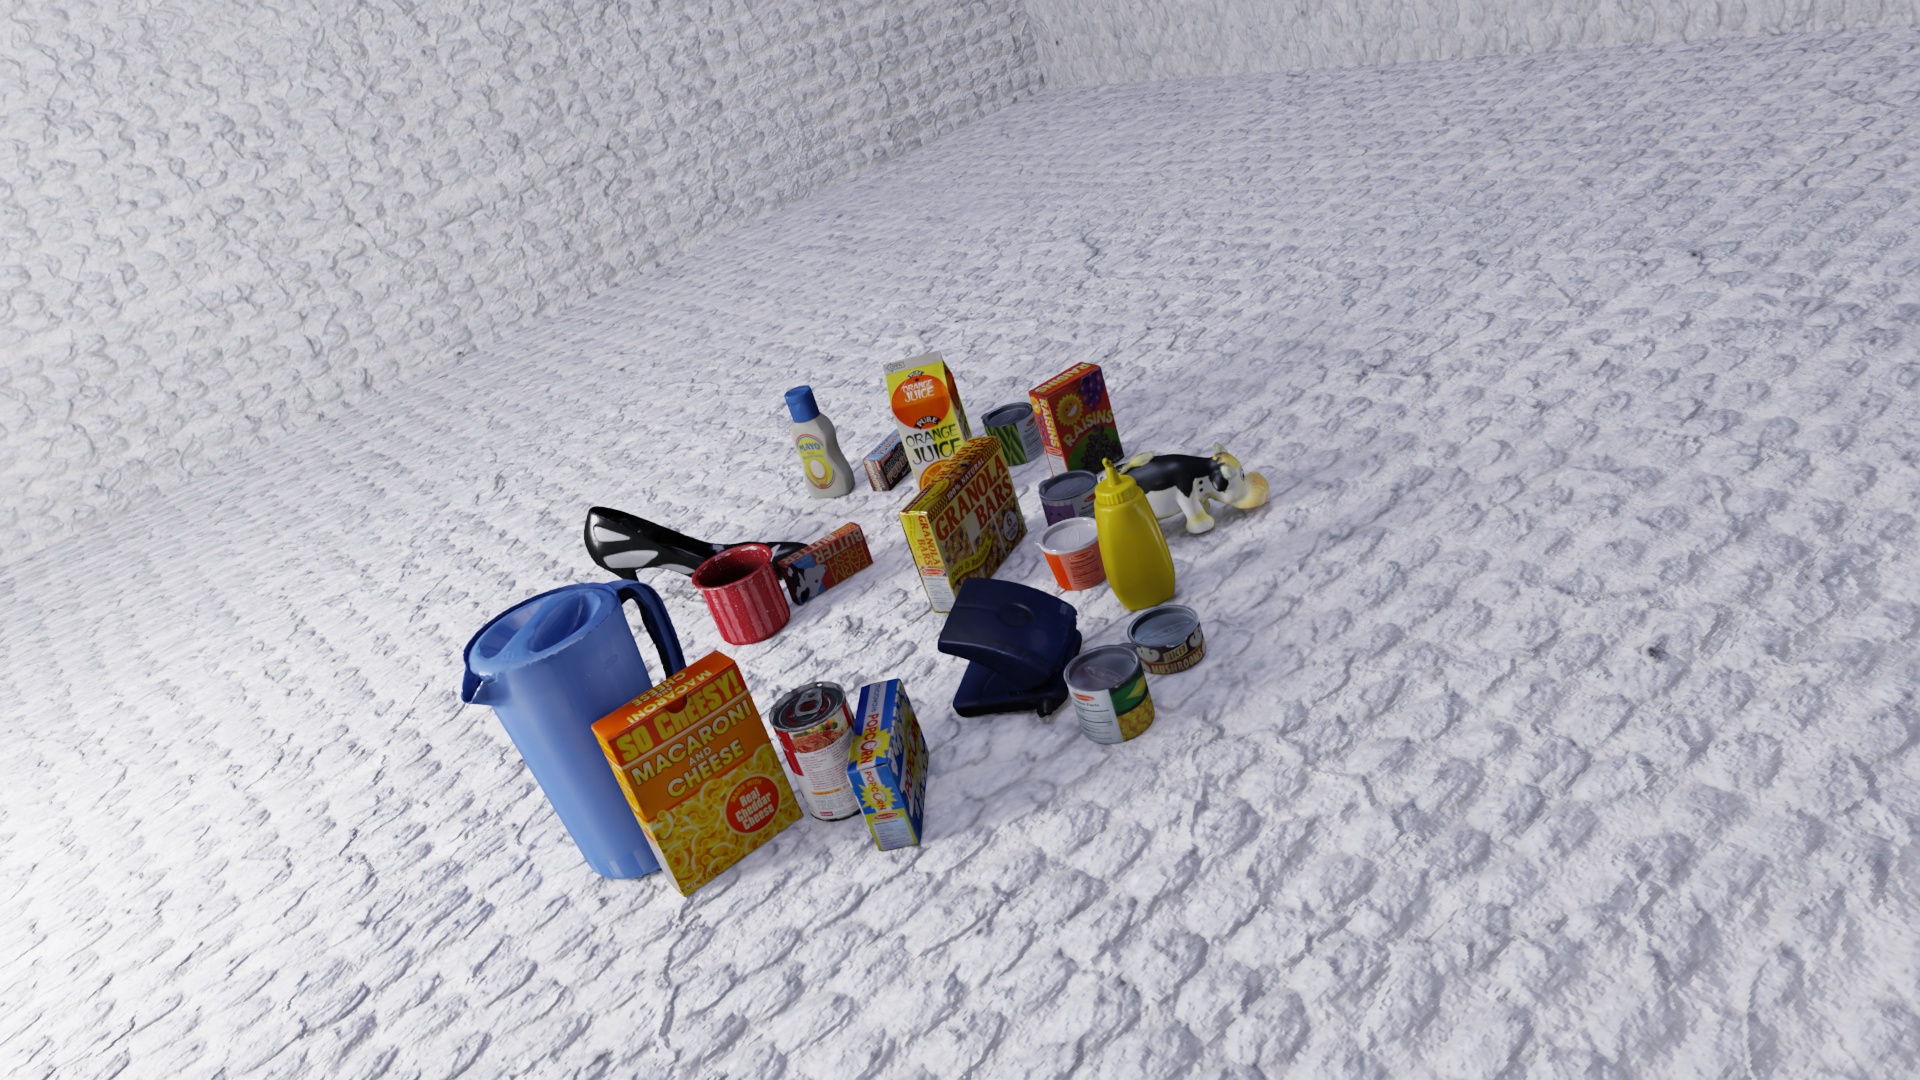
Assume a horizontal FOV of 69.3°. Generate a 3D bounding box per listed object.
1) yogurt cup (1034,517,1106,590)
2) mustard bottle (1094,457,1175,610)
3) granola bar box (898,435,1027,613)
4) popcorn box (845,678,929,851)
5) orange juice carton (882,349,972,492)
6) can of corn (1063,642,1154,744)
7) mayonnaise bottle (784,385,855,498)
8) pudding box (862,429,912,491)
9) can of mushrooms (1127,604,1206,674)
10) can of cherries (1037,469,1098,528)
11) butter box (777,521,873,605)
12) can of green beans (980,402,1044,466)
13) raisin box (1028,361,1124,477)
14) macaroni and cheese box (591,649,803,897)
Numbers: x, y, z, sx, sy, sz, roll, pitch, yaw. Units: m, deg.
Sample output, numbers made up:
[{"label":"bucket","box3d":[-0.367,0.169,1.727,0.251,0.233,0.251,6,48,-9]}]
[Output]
[{"label":"yogurt cup","box3d":[0.119,0.015,1.419,0.072,0.053,0.073,-15,26,7]},{"label":"mustard bottle","box3d":[0.160,-0.012,1.324,0.065,0.159,0.049,-17,26,2]},{"label":"granola bar box","box3d":[0.005,-0.019,1.478,0.039,0.123,0.166,-1,31,32]},{"label":"popcorn box","box3d":[-0.059,0.186,1.165,0.038,0.085,0.127,-14,26,9]},{"label":"orange juice carton","box3d":[-0.030,-0.130,1.640,0.072,0.192,0.073,-14,26,9]},{"label":"can of corn","box3d":[0.129,0.130,1.184,0.071,0.058,0.071,-15,26,7]},{"label":"mayonnaise bottle","box3d":[-0.186,-0.126,1.784,0.064,0.147,0.041,-5,29,26]},{"label":"pudding box","box3d":[-0.088,-0.104,1.791,0.030,0.049,0.084,1,32,34]},{"label":"can of mushrooms","box3d":[0.187,0.090,1.252,0.071,0.033,0.071,-15,26,7]},{"label":"can of cherries","box3d":[0.122,-0.036,1.513,0.071,0.058,0.072,-15,26,7]},{"label":"butter box","box3d":[-0.152,0.026,1.575,0.104,0.053,0.024,-31,28,-24]},{"label":"can of green beans","box3d":[0.066,-0.133,1.738,0.071,0.057,0.071,-15,26,7]},{"label":"raisin box","box3d":[0.136,-0.135,1.623,0.086,0.123,0.040,-31,28,-24]},{"label":"macaroni and cheese box","box3d":[-0.215,0.194,1.158,0.124,0.165,0.040,-32,29,-26]}]
